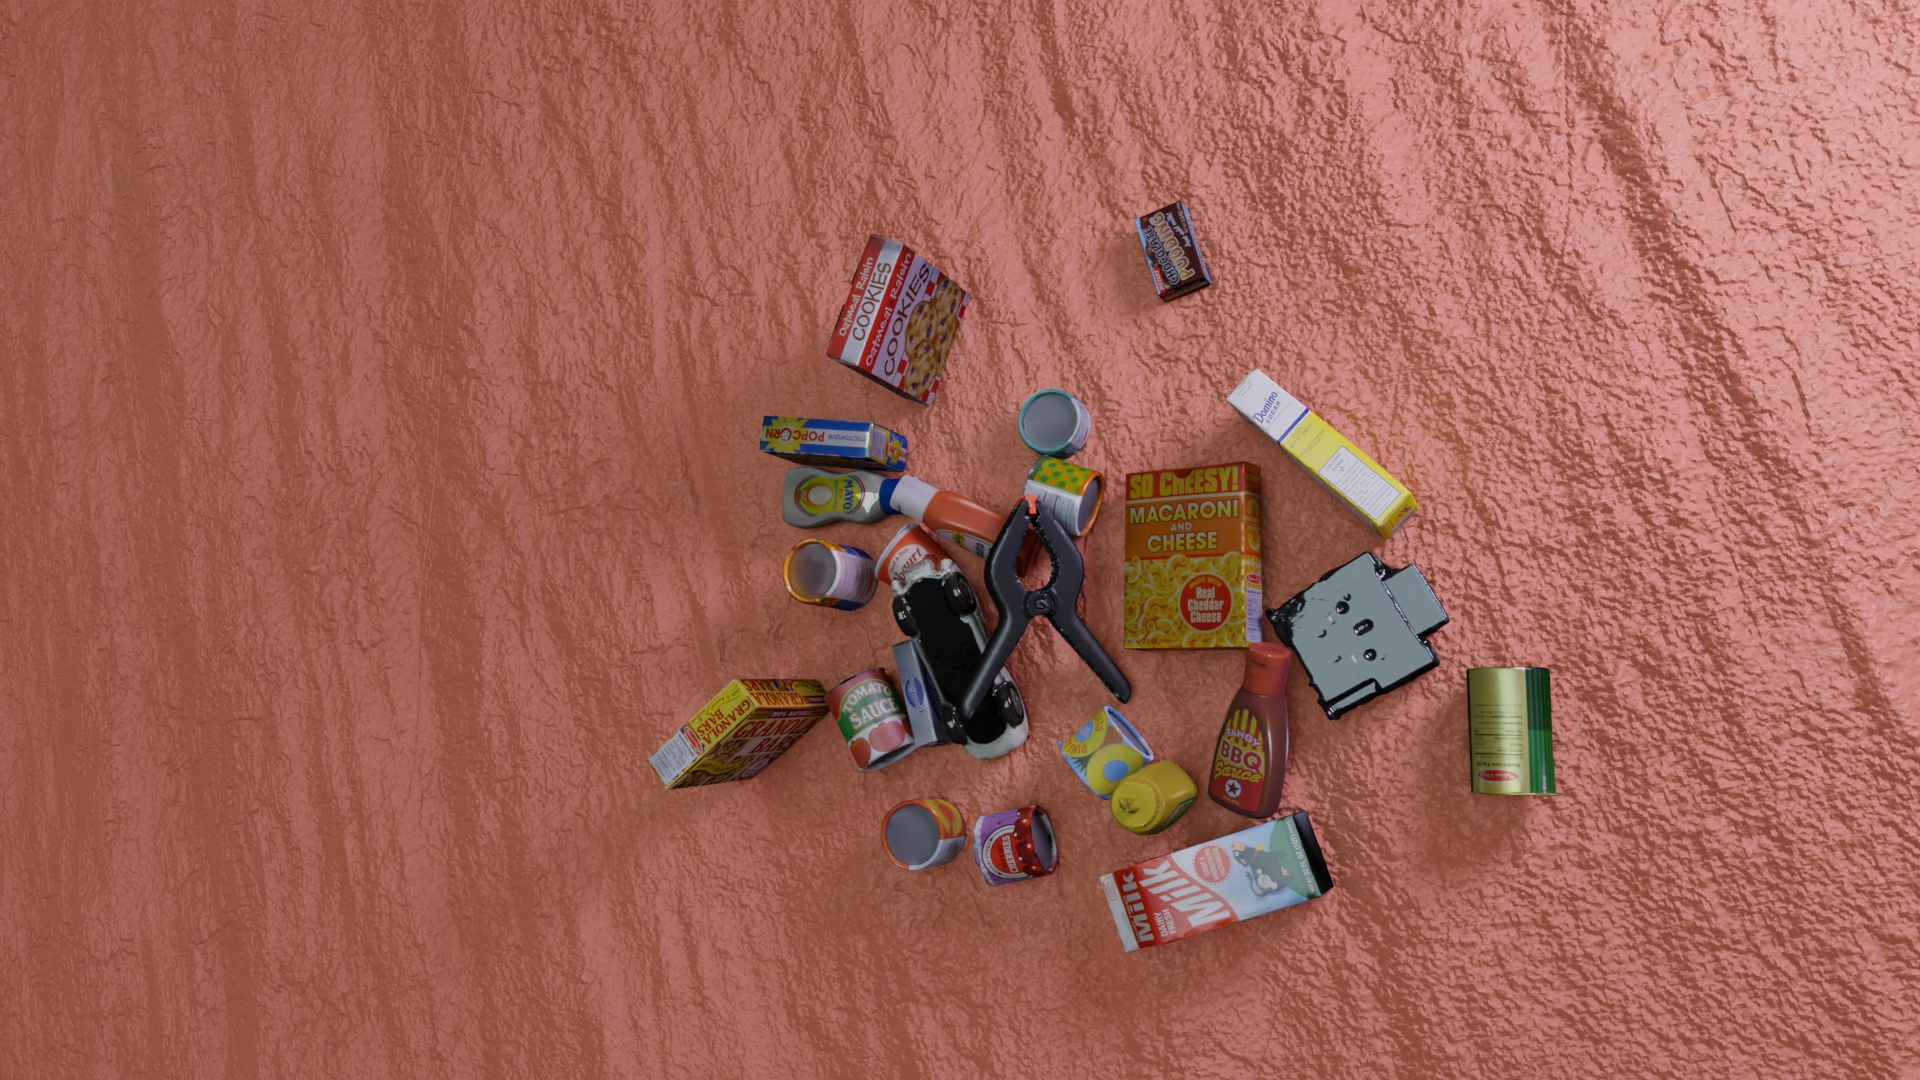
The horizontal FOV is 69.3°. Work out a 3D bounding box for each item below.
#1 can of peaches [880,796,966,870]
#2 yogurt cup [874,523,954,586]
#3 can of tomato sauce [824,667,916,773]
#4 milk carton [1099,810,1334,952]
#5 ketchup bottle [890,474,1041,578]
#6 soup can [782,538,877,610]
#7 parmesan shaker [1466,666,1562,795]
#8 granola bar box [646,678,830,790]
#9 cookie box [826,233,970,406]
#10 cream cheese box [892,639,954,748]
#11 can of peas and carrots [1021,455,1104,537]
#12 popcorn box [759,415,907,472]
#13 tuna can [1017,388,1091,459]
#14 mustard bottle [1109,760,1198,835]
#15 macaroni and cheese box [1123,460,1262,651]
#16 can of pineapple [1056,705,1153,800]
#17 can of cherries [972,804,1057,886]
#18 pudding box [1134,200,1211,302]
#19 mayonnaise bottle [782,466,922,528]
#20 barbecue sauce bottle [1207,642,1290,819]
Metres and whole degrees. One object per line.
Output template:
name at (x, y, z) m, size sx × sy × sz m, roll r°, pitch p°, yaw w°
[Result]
can of peaches at (-0.037, 0.279, 1.332) m, size 0.071 × 0.058 × 0.071 m, roll -3°, pitch 82°, yaw 22°
yogurt cup at (-0.043, 0.025, 1.371) m, size 0.054 × 0.072 × 0.072 m, roll 37°, pitch 97°, yaw 14°
can of tomato sauce at (-0.086, 0.176, 1.361) m, size 0.071 × 0.071 × 0.083 m, roll -34°, pitch 72°, yaw 15°
milk carton at (0.219, 0.300, 1.216) m, size 0.190 × 0.073 × 0.072 m, roll -23°, pitch 74°, yaw 18°
ketchup bottle at (0.005, -0.017, 1.343) m, size 0.149 × 0.064 × 0.044 m, roll 27°, pitch 72°, yaw 12°
soup can at (-0.133, 0.035, 1.394) m, size 0.071 × 0.084 × 0.071 m, roll -3°, pitch 81°, yaw 22°
parmesan shaker at (0.456, 0.157, 1.144) m, size 0.071 × 0.071 × 0.103 m, roll -2°, pitch 81°, yaw 22°
granola bar box at (-0.211, 0.188, 1.359) m, size 0.124 × 0.165 × 0.039 m, roll -42°, pitch 72°, yaw 12°
cookie box at (-0.058, -0.211, 1.355) m, size 0.040 × 0.167 × 0.123 m, roll 20°, pitch 90°, yaw 24°
cream cheese box at (-0.034, 0.149, 1.353) m, size 0.024 × 0.053 × 0.104 m, roll -20°, pitch 75°, yaw 22°
can of peas and carrots at (0.099, -0.043, 1.322) m, size 0.059 × 0.071 × 0.071 m, roll 19°, pitch 90°, yaw 23°
popcorn box at (-0.128, -0.098, 1.411) m, size 0.127 × 0.085 × 0.038 m, roll 6°, pitch 86°, yaw 23°
tuna can at (0.089, -0.114, 1.353) m, size 0.071 × 0.033 × 0.071 m, roll -3°, pitch 81°, yaw 21°
mustard bottle at (0.161, 0.227, 1.204) m, size 0.049 × 0.160 × 0.065 m, roll 46°, pitch 102°, yaw 20°
macaroni and cheese box at (0.211, 0.016, 1.265) m, size 0.123 × 0.040 × 0.166 m, roll -5°, pitch 80°, yaw 36°
can of pineapple at (0.133, 0.193, 1.270) m, size 0.058 × 0.071 × 0.071 m, roll -44°, pitch 69°, yaw 10°
can of cherries at (0.051, 0.284, 1.288) m, size 0.058 × 0.071 × 0.071 m, roll -16°, pitch 77°, yaw 19°
pudding box at (0.203, -0.277, 1.332) m, size 0.049 × 0.030 × 0.084 m, roll -19°, pitch 75°, yaw 20°
mayonnaise bottle at (-0.109, -0.045, 1.419) m, size 0.148 × 0.041 × 0.065 m, roll 0°, pitch 82°, yaw 22°
barbecue sauce bottle at (0.258, 0.164, 1.213) m, size 0.065 × 0.044 × 0.148 m, roll 20°, pitch 109°, yaw 42°
